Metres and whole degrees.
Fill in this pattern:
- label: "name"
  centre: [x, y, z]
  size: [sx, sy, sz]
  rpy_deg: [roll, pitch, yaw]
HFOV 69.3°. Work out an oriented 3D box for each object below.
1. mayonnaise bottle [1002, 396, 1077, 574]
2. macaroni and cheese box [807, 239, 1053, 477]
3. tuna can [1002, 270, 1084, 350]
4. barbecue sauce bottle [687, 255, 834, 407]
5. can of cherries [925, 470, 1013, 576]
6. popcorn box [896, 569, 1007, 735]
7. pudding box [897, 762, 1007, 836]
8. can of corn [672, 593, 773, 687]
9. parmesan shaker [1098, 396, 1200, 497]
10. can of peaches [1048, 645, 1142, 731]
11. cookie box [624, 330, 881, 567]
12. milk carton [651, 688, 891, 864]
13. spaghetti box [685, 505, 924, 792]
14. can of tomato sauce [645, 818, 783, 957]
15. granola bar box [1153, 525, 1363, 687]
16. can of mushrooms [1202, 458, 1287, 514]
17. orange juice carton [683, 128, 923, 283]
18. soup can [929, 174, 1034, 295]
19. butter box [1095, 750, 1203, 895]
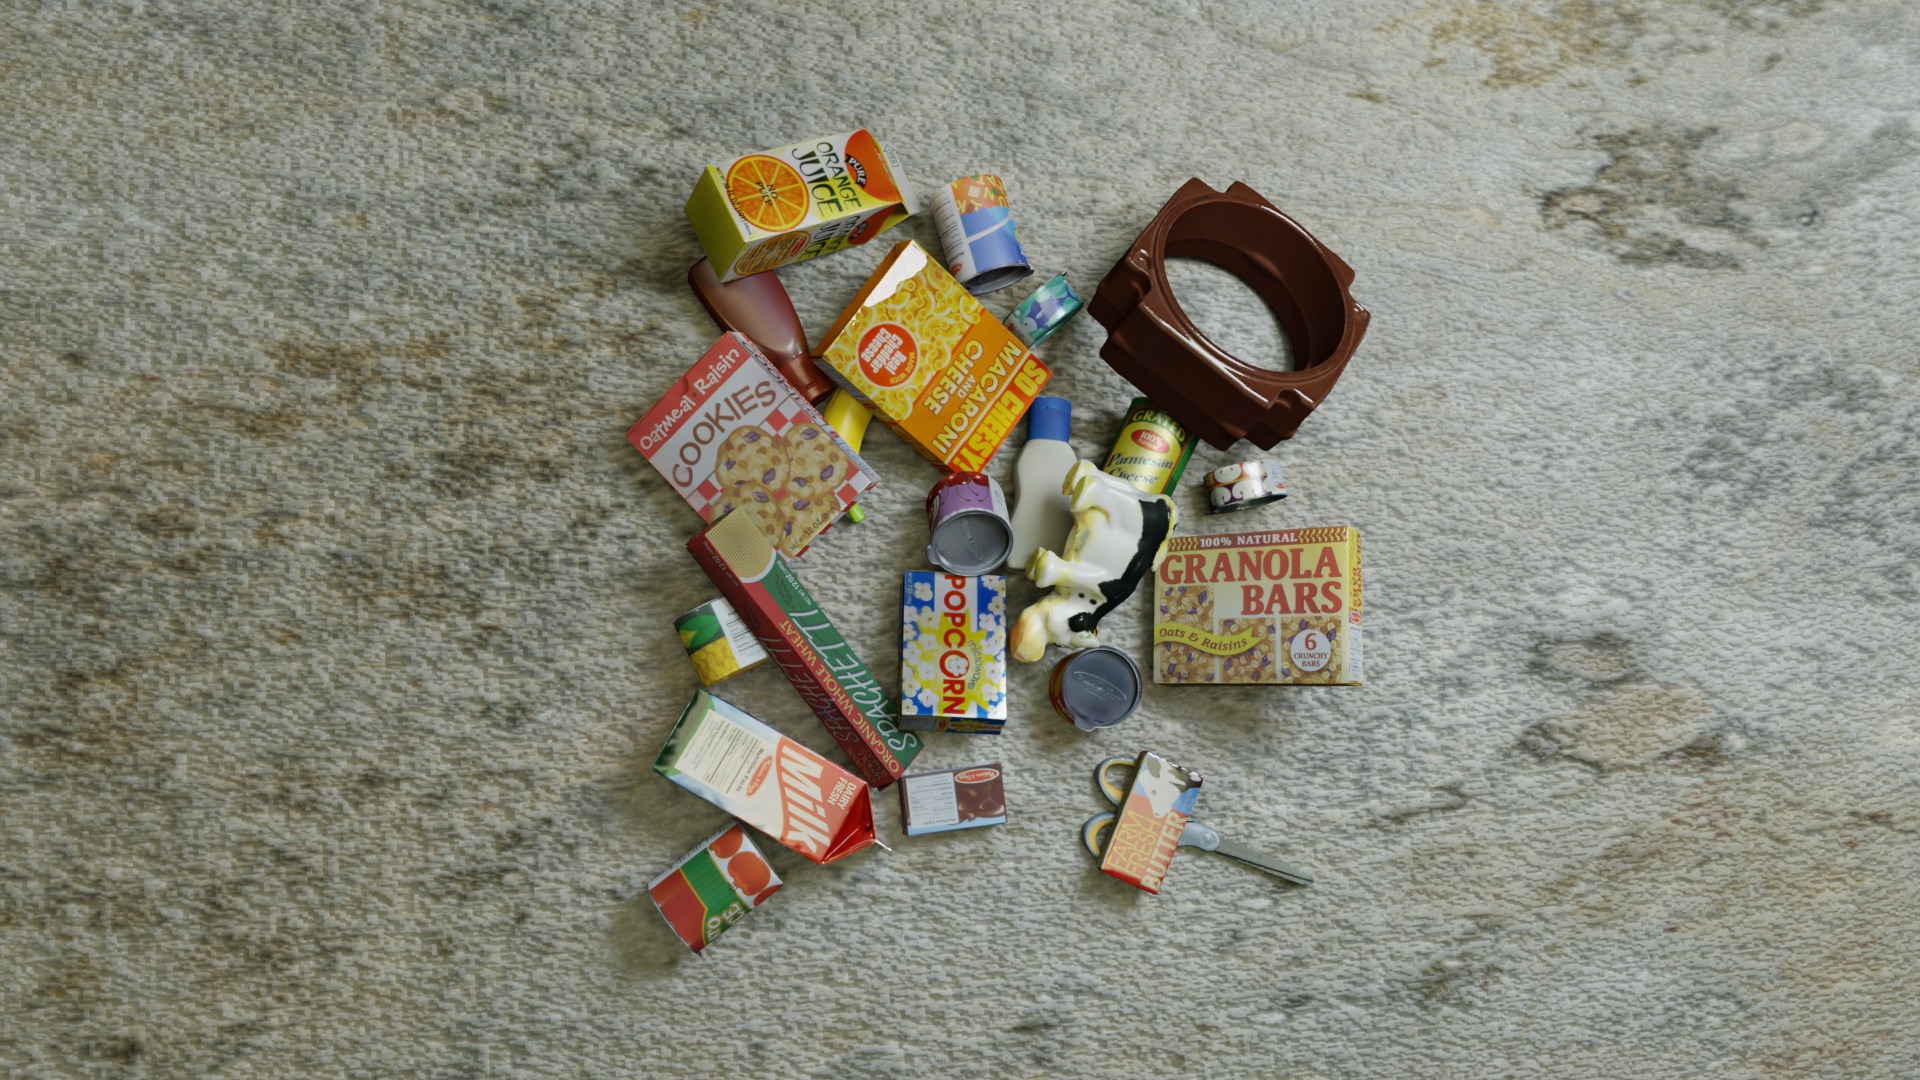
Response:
- label: "mayonnaise bottle"
  centre: [0.070, -0.045, 1.166]
  size: [0.065, 0.041, 0.148]
  rpy_deg: [6, 80, -7]
- label: "macaroni and cheese box"
  centre: [-0.022, -0.144, 1.140]
  size: [0.166, 0.040, 0.124]
  rpy_deg: [40, 79, -23]
- label: "tuna can"
  centre: [0.072, -0.194, 1.175]
  size: [0.071, 0.071, 0.033]
  rpy_deg: [-39, 89, -11]
- label: "barbecue sauce bottle"
  centre: [-0.161, -0.176, 1.155]
  size: [0.065, 0.043, 0.148]
  rpy_deg: [-35, 87, -16]
- label: "can of cherries"
  centre: [0.004, -0.014, 1.129]
  size: [0.071, 0.071, 0.059]
  rpy_deg: [-4, 38, -5]
- label: "popcorn box"
  centre: [-0.007, 0.089, 1.119]
  size: [0.085, 0.038, 0.127]
  rpy_deg: [4, 64, -8]
- label: "pudding box"
  centre: [-0.007, 0.209, 1.121]
  size: [0.084, 0.030, 0.050]
  rpy_deg: [-6, 81, -8]
- label: "can of corn"
  centre: [-0.187, 0.078, 1.103]
  size: [0.071, 0.071, 0.058]
  rpy_deg: [-25, 86, -10]
- label: "parmesan shaker"
  centre: [0.155, -0.059, 1.164]
  size: [0.071, 0.071, 0.103]
  rpy_deg: [28, 79, -2]
- label: "can of peaches"
  centre: [0.108, 0.122, 1.135]
  size: [0.071, 0.058, 0.071]
  rpy_deg: [1, 82, -7]
- label: "cookie box"
  centre: [-0.167, -0.067, 1.119]
  size: [0.123, 0.040, 0.167]
  rpy_deg: [-43, 89, 10]
- label: "milk carton"
  centre: [-0.138, 0.194, 1.087]
  size: [0.190, 0.072, 0.073]
  rpy_deg: [30, 79, -1]
- label: "spaghetti box"
  centre: [-0.119, 0.086, 1.092]
  size: [0.249, 0.028, 0.050]
  rpy_deg: [53, 41, -10]
- label: "can of tomato sauce"
  centre: [-0.188, 0.267, 1.071]
  size: [0.083, 0.071, 0.071]
  rpy_deg: [-37, 87, -11]
- label: "granola bar box"
  centre: [0.239, 0.056, 1.122]
  size: [0.165, 0.039, 0.124]
  rpy_deg: [-4, 79, 34]
- label: "can of mushrooms"
  centre: [0.238, -0.045, 1.174]
  size: [0.071, 0.071, 0.033]
  rpy_deg: [-11, 83, -8]
- label: "orange juice carton"
  centre: [-0.121, -0.281, 1.145]
  size: [0.193, 0.072, 0.072]
  rpy_deg: [-24, 85, -32]
- label: "soup can"
  centre: [0.018, -0.259, 1.180]
  size: [0.071, 0.071, 0.084]
  rpy_deg: [-16, 83, -9]
- label: "butter box"
  centre: [0.153, 0.228, 1.124]
  size: [0.053, 0.024, 0.103]
  rpy_deg: [24, 80, -2]
